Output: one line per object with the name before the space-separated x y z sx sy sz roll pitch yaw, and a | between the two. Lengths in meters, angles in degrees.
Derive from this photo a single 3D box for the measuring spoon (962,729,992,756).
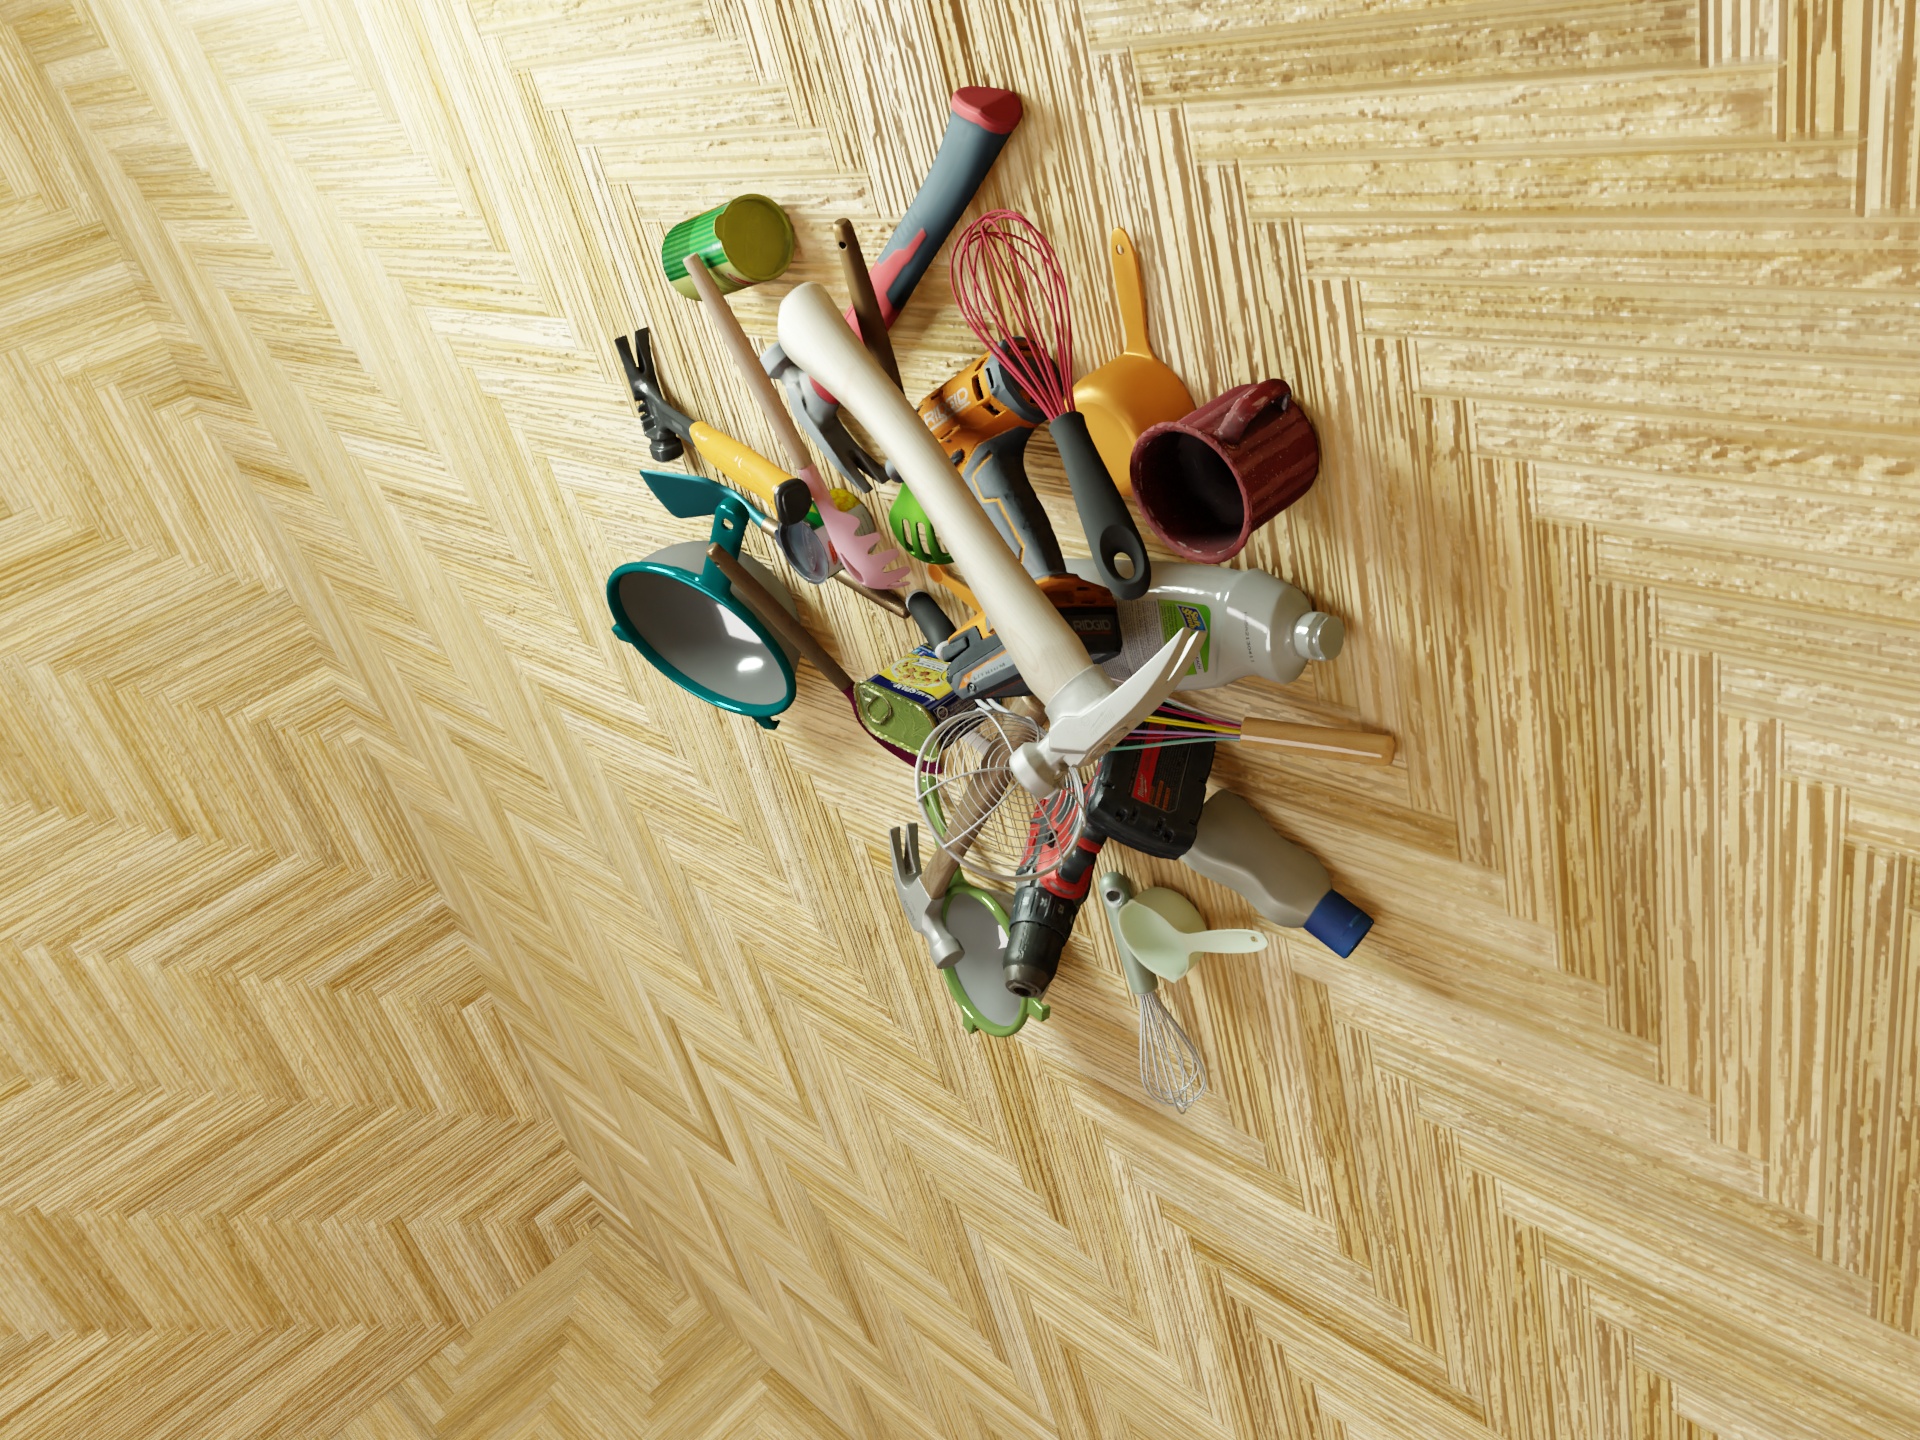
measuring spoon | 0.003 0.017 1.425 0.124 0.018 0.034 36 144 28

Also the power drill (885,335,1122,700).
power drill | 0.020 -0.133 1.121 0.164 0.084 0.226 -25 75 47

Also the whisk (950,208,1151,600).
whisk | 0.060 -0.202 0.998 0.073 0.073 0.296 122 134 -57

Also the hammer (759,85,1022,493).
hammer | -0.041 -0.307 1.155 0.143 0.038 0.386 53 149 2

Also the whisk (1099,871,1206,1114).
whisk | 0.165 0.241 1.397 0.058 0.059 0.246 -12 110 18

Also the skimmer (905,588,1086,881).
skimmer | -0.002 -0.004 1.213 0.364 0.127 0.090 -121 44 -62

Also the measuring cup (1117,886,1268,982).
measuring cup | 0.197 0.169 1.289 0.167 0.038 0.083 -11 110 55

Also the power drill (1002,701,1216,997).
power drill | 0.100 0.100 1.220 0.080 0.188 0.226 24 146 -9

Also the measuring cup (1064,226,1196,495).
measuring cup | 0.100 -0.225 1.024 0.095 0.052 0.173 23 139 41

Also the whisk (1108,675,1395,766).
whisk | 0.171 0.006 1.088 0.245 0.051 0.047 8 155 23

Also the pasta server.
pasta server | -0.132 -0.234 1.285 0.316 0.040 0.060 61 162 -22

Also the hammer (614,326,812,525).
hammer | -0.216 -0.246 1.386 0.337 0.034 0.127 38 148 50

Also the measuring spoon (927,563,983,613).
measuring spoon | 0.018 -0.098 1.305 0.117 0.011 0.021 36 145 22

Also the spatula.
spatula | -0.167 -0.161 1.465 0.318 0.044 0.082 33 167 29

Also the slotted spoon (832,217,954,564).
slotted spoon | -0.049 -0.231 1.190 0.070 0.031 0.313 6 138 22

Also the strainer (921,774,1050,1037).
strainer | 0.025 0.169 1.515 0.151 0.069 0.256 -29 78 58

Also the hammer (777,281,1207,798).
hammer | -0.003 -0.152 1.053 0.146 0.038 0.411 -44 65 22

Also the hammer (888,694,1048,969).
hammer | 0.009 0.081 1.413 0.130 0.031 0.331 58 142 28

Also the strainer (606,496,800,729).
strainer | -0.214 -0.132 1.487 0.211 0.095 0.340 32 150 1

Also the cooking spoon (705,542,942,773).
cooking spoon | -0.119 -0.049 1.430 0.069 0.017 0.318 5 146 50
